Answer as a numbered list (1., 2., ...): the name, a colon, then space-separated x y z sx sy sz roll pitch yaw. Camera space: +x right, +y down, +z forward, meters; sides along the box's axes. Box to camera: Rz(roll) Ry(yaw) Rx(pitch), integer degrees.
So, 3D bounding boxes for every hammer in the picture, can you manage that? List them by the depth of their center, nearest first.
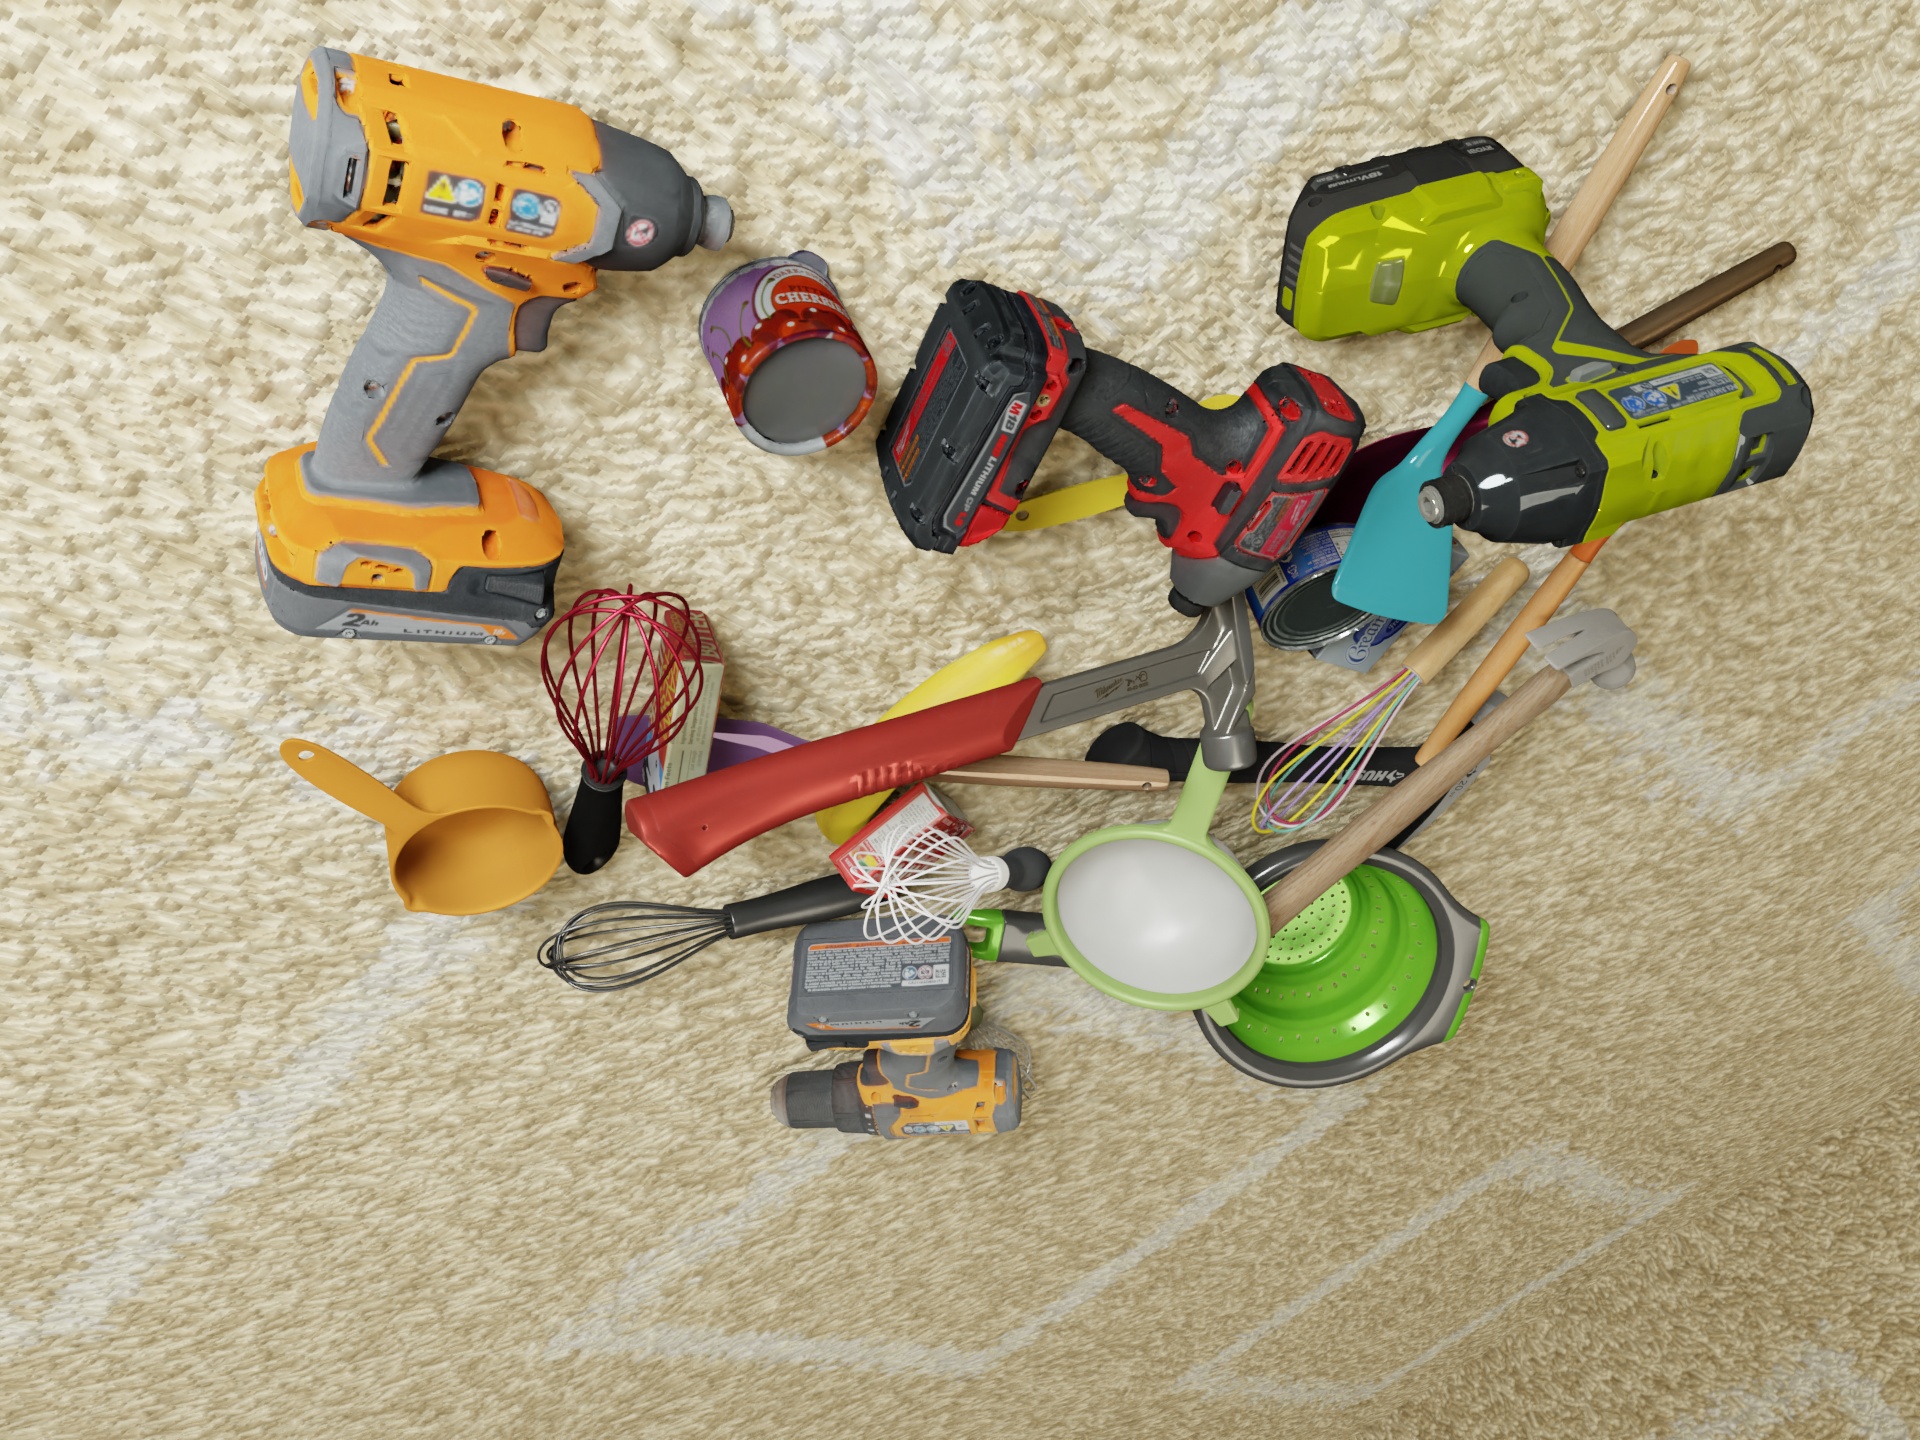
1. hammer: -0.001 -0.003 0.841 0.359 0.037 0.149 -16 104 -21
2. hammer: 0.311 0.043 1.064 0.331 0.031 0.130 -41 151 9
3. hammer: 0.229 0.033 1.099 0.334 0.035 0.146 2 133 -31

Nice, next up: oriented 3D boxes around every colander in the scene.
1. colander: 0.181 0.155 1.173 0.397 0.095 0.204 7 111 -10

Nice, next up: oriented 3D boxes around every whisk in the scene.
1. whisk: -0.176 0.017 0.796 0.073 0.073 0.295 -8 156 -21
2. whisk: 0.006 0.096 0.963 0.070 0.070 0.284 -38 166 14
3. whisk: -0.143 0.123 0.990 0.239 0.055 0.055 -11 139 -25
4. whisk: 0.278 -0.016 1.030 0.245 0.051 0.047 -45 109 0
5. whisk: 0.009 0.225 1.190 0.059 0.058 0.246 -51 143 -20

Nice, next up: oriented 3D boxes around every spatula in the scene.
1. spatula: 0.299 -0.196 0.854 0.082 0.044 0.317 11 123 -23
2. spatula: -0.036 0.026 0.897 0.316 0.018 0.059 3 129 -9
3. spatula: 0.372 -0.092 1.010 0.081 0.041 0.322 -24 149 -46

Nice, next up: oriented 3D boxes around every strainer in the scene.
1. strainer: 0.145 0.074 1.030 0.151 0.069 0.256 19 124 7

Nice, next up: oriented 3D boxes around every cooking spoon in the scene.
1. cooking spoon: 0.334 -0.191 0.917 0.319 0.017 0.068 -29 139 4

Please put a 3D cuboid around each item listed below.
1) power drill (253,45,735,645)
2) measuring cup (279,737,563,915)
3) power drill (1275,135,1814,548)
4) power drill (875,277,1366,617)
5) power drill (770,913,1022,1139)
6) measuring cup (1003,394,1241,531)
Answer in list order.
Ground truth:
1. power drill: -0.191 -0.140 0.640 0.164 0.084 0.226 1 131 -32
2. measuring cup: -0.279 0.037 0.811 0.095 0.052 0.173 -34 139 9
3. power drill: 0.244 -0.171 0.726 0.171 0.223 0.080 -16 140 -12
4. power drill: 0.078 -0.123 0.783 0.219 0.079 0.143 9 130 -26
5. power drill: -0.061 0.226 1.106 0.185 0.084 0.226 -5 142 8
6. measuring cup: 0.092 -0.134 0.851 0.156 0.029 0.062 -15 136 4
